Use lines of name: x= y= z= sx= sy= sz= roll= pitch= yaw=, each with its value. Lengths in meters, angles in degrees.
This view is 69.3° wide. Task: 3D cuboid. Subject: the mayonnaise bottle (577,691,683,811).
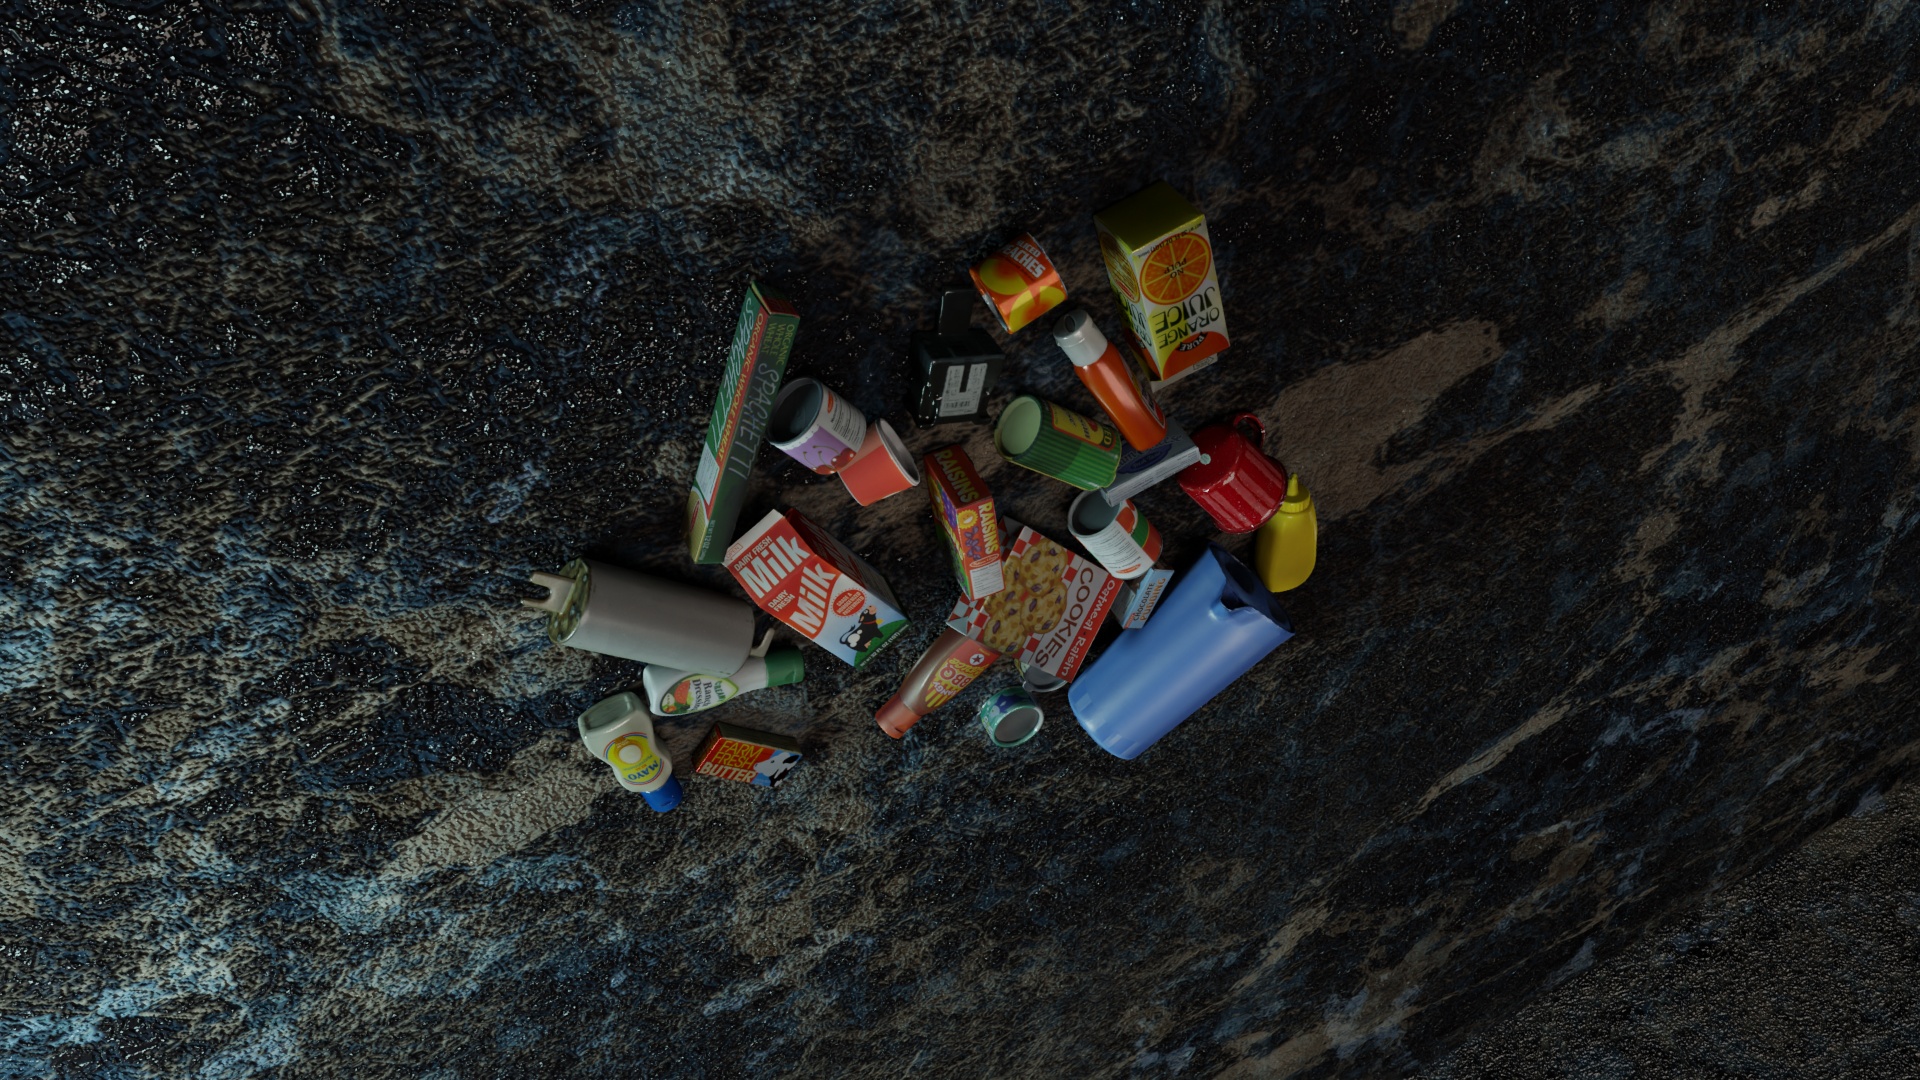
mayonnaise bottle: x=-0.312 y=0.209 z=1.344 sx=0.065 sy=0.041 sz=0.147 roll=-27 pitch=135 yaw=-8

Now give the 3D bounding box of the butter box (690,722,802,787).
butter box: x=-0.218 y=0.220 z=1.419 sx=0.103 sy=0.024 sz=0.053 roll=20 pitch=115 yaw=-40

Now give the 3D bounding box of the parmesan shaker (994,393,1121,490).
parmesan shaker: x=0.092 y=-0.090 z=1.289 sx=0.103 sy=0.071 sz=0.071 roll=18 pitch=117 yaw=-39

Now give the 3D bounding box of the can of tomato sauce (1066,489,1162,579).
can of tomato sauce: x=0.154 y=-0.011 z=1.396 sx=0.071 sy=0.071 sz=0.083 roll=-40 pitch=132 yaw=8

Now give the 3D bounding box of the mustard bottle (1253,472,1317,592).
mustard bottle: x=0.359 y=-0.016 z=1.520 sx=0.065 sy=0.049 sz=0.159 roll=-18 pitch=133 yaw=-15

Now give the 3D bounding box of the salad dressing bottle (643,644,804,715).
salad dressing bottle: x=-0.224 y=0.129 z=1.322 sx=0.148 sy=0.044 sz=0.064 roll=-9 pitch=133 yaw=-23

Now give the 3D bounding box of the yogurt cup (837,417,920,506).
yogurt cup: x=-0.076 y=-0.066 z=1.222 sx=0.054 sy=0.073 sz=0.072 roll=-30 pitch=137 yaw=9

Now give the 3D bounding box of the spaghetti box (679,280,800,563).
spaghetti box: x=-0.185 y=-0.092 z=1.147 sx=0.029 sy=0.050 sz=0.248 roll=1 pitch=127 yaw=-32

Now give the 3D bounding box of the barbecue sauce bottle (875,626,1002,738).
barbecue sauce bottle: x=-0.026 y=0.145 z=1.447 sx=0.148 sy=0.044 sz=0.065 roll=-45 pitch=132 yaw=13

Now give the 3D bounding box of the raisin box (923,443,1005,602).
raisin box: x=0.005 y=-0.016 z=1.294 sx=0.040 sy=0.086 sz=0.122 roll=-20 pitch=135 yaw=-10

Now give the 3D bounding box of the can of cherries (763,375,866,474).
can of cherries: x=-0.124 y=-0.096 z=1.169 sx=0.071 sy=0.072 sz=0.058 roll=-44 pitch=136 yaw=12

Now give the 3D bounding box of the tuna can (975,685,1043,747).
tuna can: x=0.055 y=0.197 z=1.547 sx=0.071 sy=0.033 sz=0.070 roll=-16 pitch=133 yaw=-17

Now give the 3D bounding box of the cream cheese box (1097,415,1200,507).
cream cheese box: x=0.177 y=-0.078 z=1.360 sx=0.104 sy=0.053 sz=0.024 roll=-28 pitch=138 yaw=-5

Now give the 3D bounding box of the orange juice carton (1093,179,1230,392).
orange juice carton: x=0.183 y=-0.214 z=1.231 sx=0.072 sy=0.073 sz=0.191 roll=-29 pitch=136 yaw=-4

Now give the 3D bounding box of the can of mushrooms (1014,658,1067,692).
can of mushrooms: x=0.092 y=0.131 z=1.509 sx=0.071 sy=0.033 sz=0.070 roll=-16 pitch=134 yaw=-17

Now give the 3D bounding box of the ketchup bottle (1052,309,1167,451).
ketchup bottle: x=0.136 y=-0.149 z=1.272 sx=0.043 sy=0.065 sz=0.148 roll=-32 pitch=129 yaw=15

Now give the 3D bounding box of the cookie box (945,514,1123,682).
cookie box: x=0.078 y=0.062 z=1.410 sx=0.167 sy=0.040 sz=0.123 roll=28 pitch=90 yaw=-42

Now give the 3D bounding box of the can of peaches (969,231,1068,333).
can of peaches: x=0.048 y=-0.215 z=1.157 sx=0.058 sy=0.071 sz=0.071 roll=-33 pitch=136 yaw=1

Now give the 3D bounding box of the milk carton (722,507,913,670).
milk carton: x=-0.135 y=0.038 z=1.271 sx=0.072 sy=0.074 sz=0.190 roll=-41 pitch=135 yaw=9

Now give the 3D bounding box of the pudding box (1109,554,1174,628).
pudding box: x=0.188 y=0.048 z=1.479 sx=0.030 sy=0.050 sz=0.083 roll=3 pitch=126 yaw=-33
